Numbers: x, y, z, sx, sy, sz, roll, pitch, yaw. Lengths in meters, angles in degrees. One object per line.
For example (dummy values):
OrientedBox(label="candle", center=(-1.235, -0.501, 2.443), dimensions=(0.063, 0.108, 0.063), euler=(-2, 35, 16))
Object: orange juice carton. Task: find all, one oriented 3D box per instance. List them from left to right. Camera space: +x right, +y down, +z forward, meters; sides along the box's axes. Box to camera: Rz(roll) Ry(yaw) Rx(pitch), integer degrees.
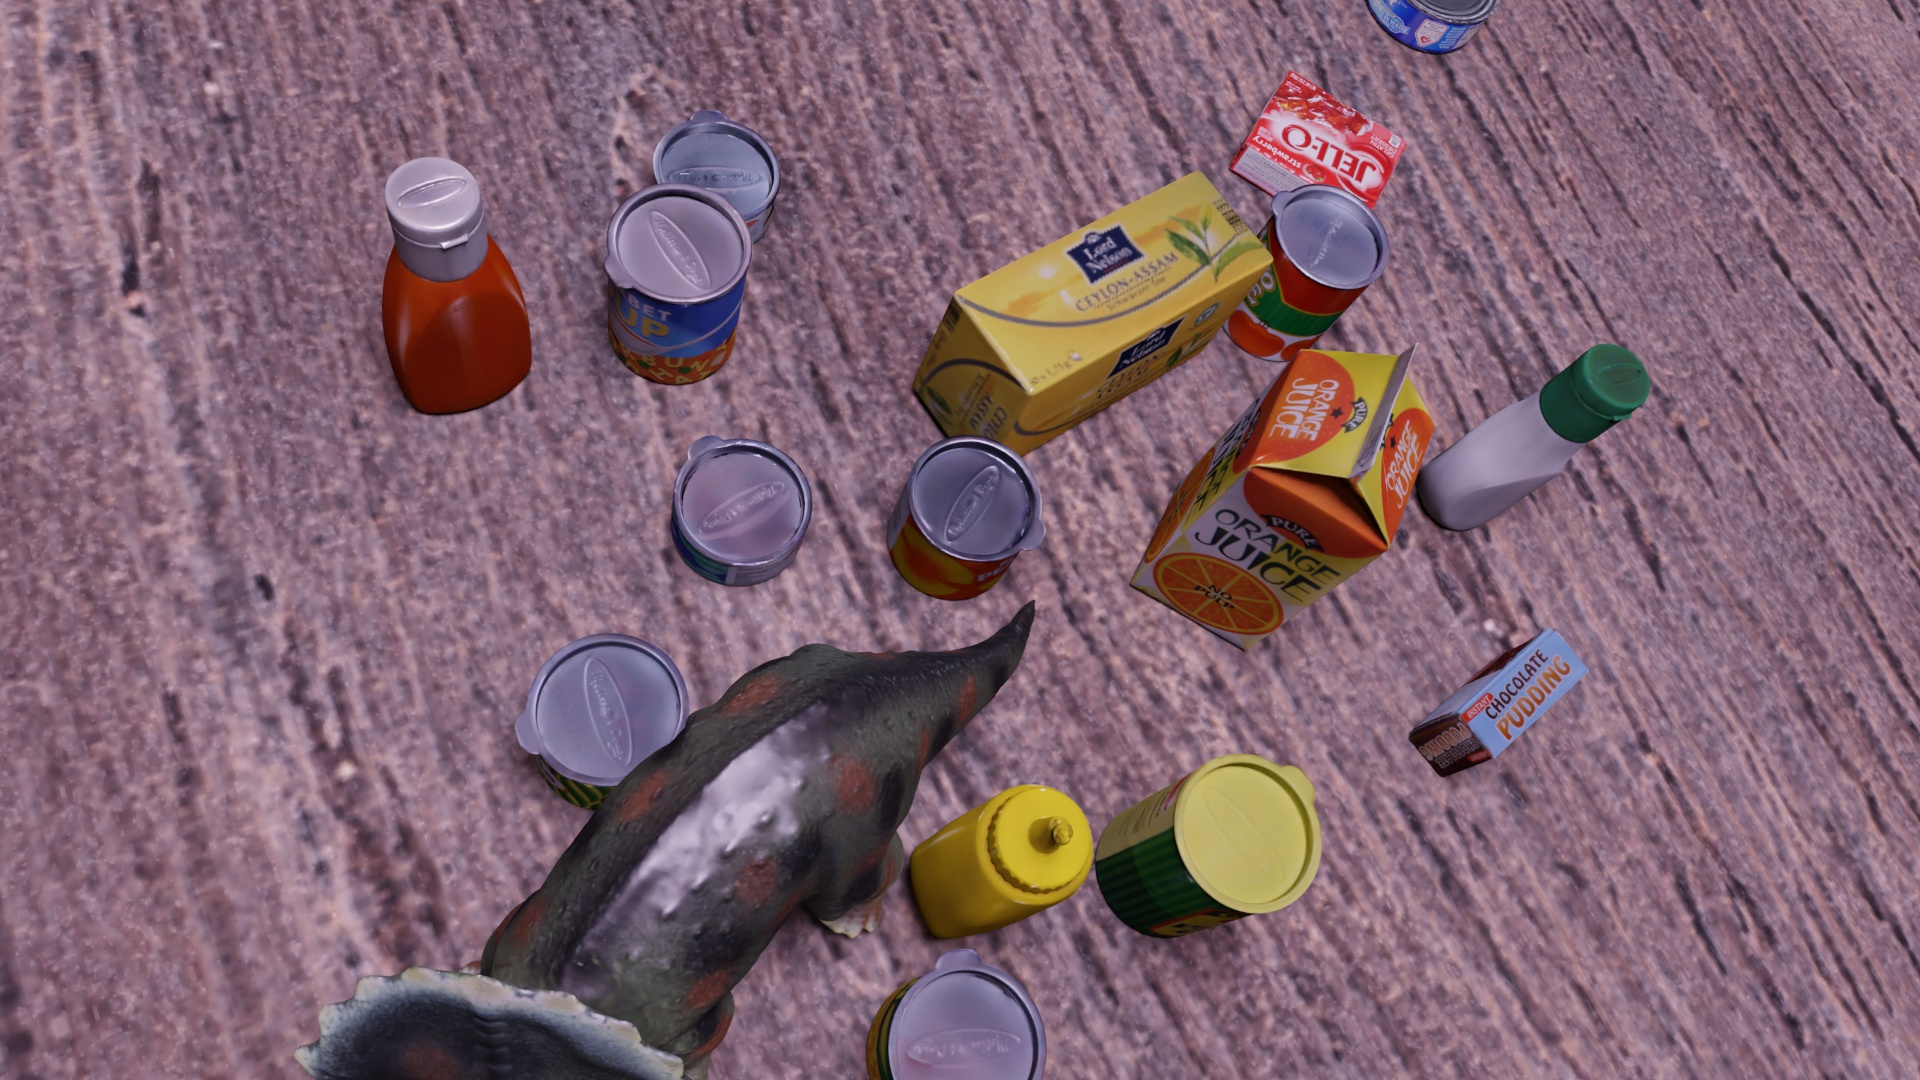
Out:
OrientedBox(label="orange juice carton", center=(0.156, -0.021, 0.655), dimensions=(0.073, 0.192, 0.072), euler=(30, 64, -1))

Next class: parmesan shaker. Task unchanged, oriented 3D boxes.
OrientedBox(label="parmesan shaker", center=(0.110, 0.139, 0.625), dimensions=(0.071, 0.102, 0.071), euler=(5, 67, -13))

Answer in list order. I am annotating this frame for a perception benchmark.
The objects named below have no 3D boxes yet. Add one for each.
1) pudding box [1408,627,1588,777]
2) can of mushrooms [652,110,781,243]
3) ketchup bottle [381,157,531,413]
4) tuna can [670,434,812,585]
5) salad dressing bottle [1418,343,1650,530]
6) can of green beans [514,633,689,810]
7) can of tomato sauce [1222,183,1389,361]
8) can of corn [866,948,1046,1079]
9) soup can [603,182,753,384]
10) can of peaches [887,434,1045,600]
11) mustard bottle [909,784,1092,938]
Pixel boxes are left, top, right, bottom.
OrientedBox(label="pudding box", center=(0.280, 0.084, 0.723), dimensions=(0.084, 0.049, 0.030), euler=(-33, 79, -24))
OrientedBox(label="can of mushrooms", center=(-0.131, -0.191, 0.740), dimensions=(0.071, 0.033, 0.071), euler=(5, 67, -13))
OrientedBox(label="ketchup bottle", center=(-0.226, -0.110, 0.616), dimensions=(0.065, 0.148, 0.043), euler=(-27, 77, -23))
OrientedBox(label="tuna can", center=(-0.108, -0.015, 0.672), dimensions=(0.071, 0.032, 0.071), euler=(5, 67, -13))
OrientedBox(label="salad dressing bottle", center=(0.299, -0.052, 0.731), dimensions=(0.064, 0.147, 0.044), euler=(-11, 71, -18))
OrientedBox(label="can of green beans", center=(-0.153, 0.080, 0.605), dimensions=(0.071, 0.057, 0.071), euler=(5, 67, -13))
OrientedBox(label="can of tomato sauce", center=(0.188, -0.149, 0.778), dimensions=(0.071, 0.082, 0.071), euler=(5, 67, -13))
OrientedBox(label="can of corn", center=(-0.004, 0.213, 0.588), dimensions=(0.071, 0.058, 0.071), euler=(5, 67, -13))
OrientedBox(label="soup can", center=(-0.142, -0.123, 0.680), dimensions=(0.071, 0.083, 0.071), euler=(5, 67, -13))
OrientedBox(label="can of peaches", center=(0.002, -0.009, 0.684), dimensions=(0.071, 0.057, 0.071), euler=(5, 67, -13))
OrientedBox(label="mustard bottle", center=(0.022, 0.130, 0.573), dimensions=(0.065, 0.159, 0.049), euler=(-13, 72, -19))
